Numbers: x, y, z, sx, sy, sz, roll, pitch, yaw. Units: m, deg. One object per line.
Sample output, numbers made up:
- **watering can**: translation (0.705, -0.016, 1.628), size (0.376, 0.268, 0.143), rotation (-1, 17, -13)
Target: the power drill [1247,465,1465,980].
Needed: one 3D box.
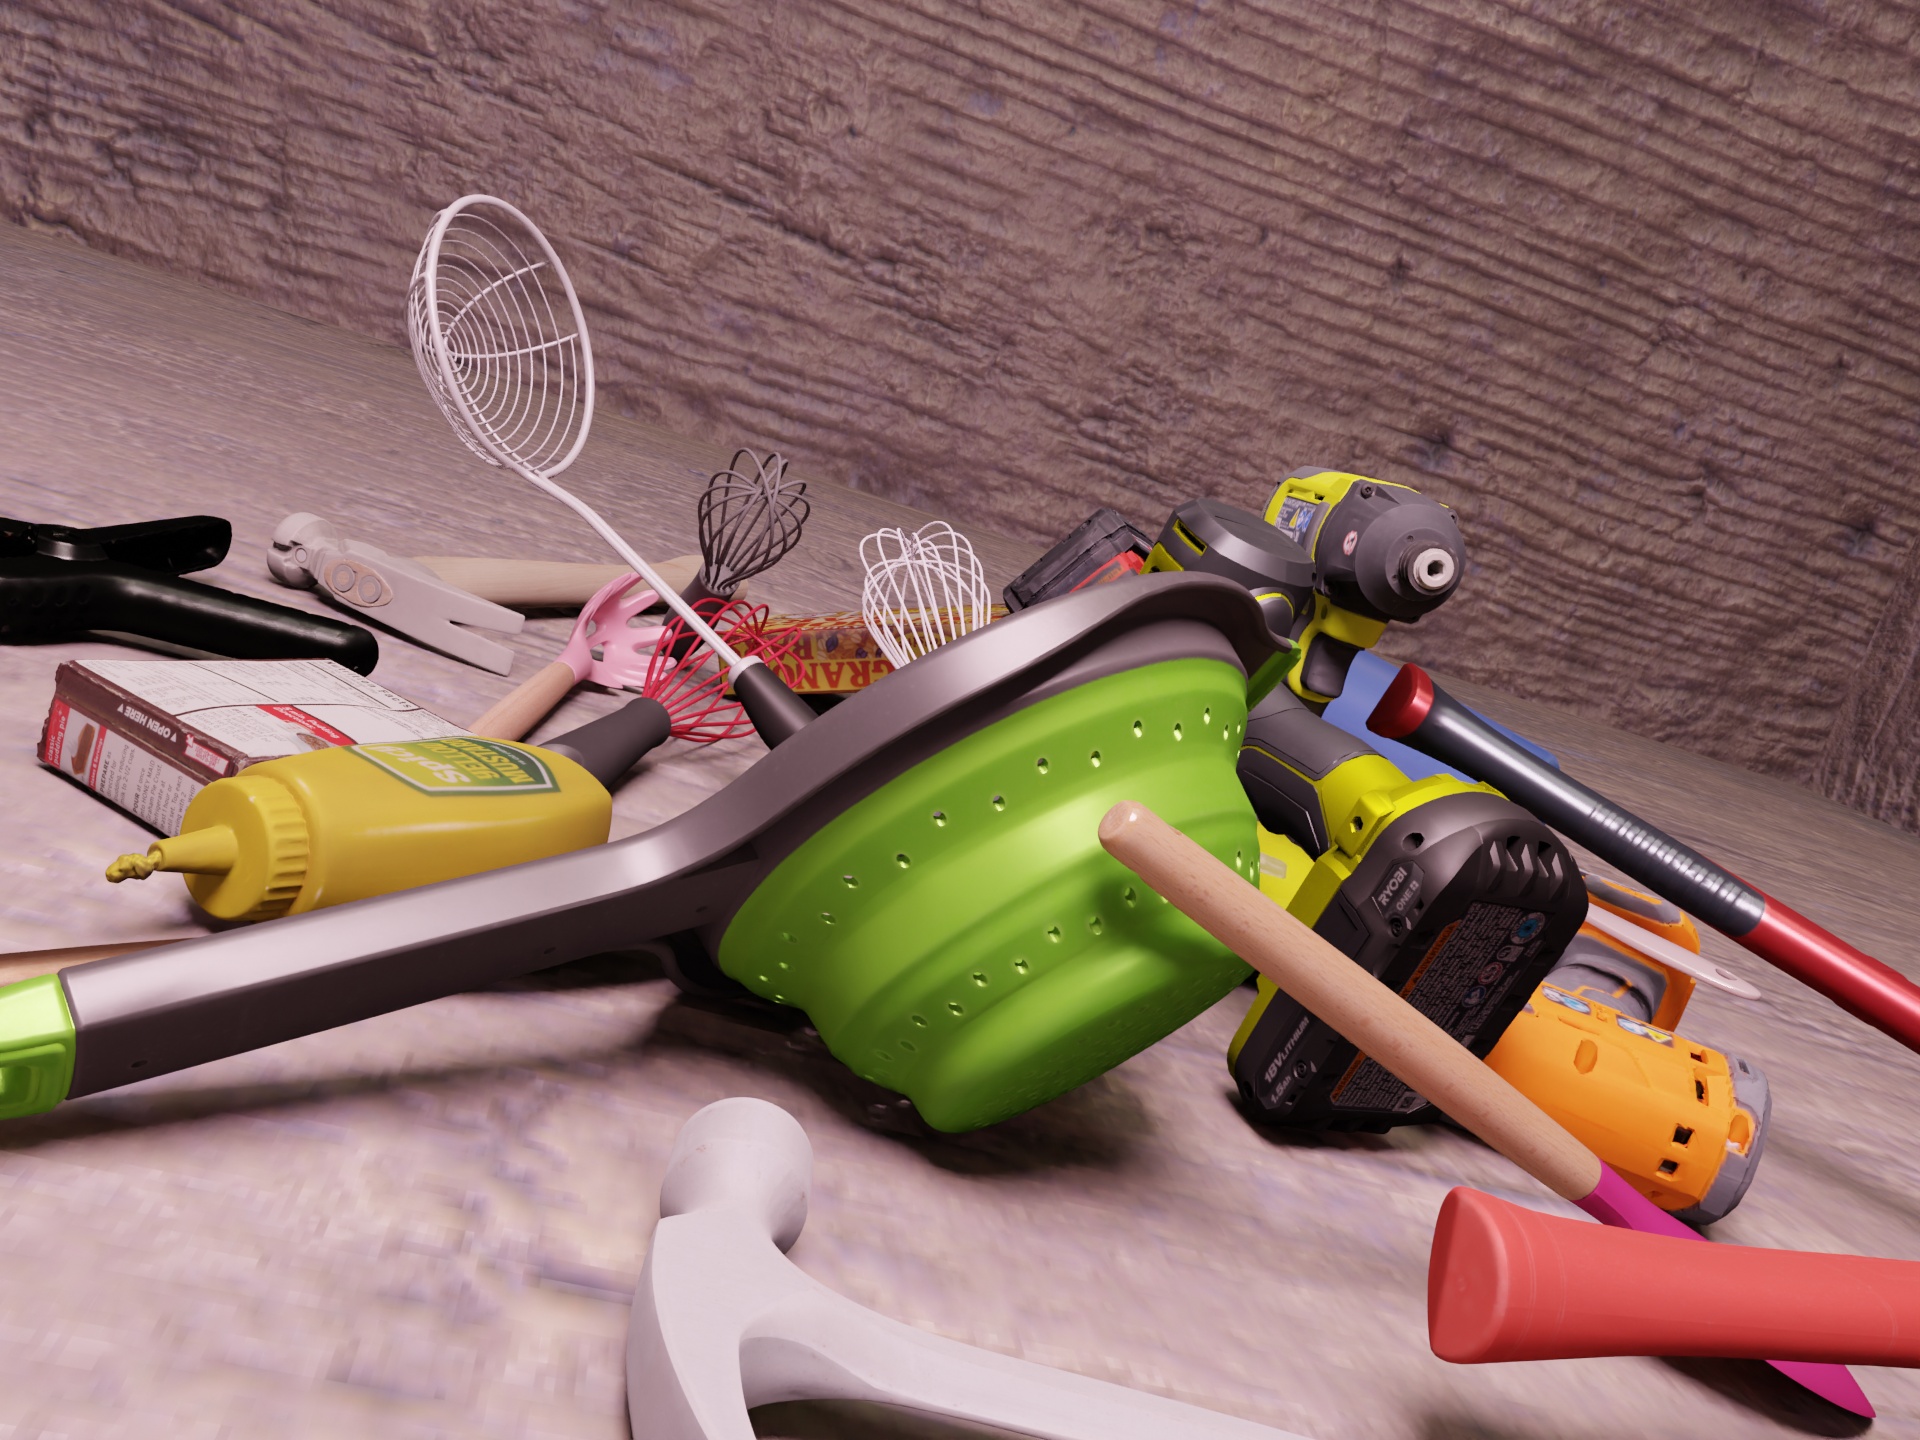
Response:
- **power drill**: translation (0.152, 0.000, 0.716), size (0.080, 0.223, 0.171), rotation (17, 11, -7)

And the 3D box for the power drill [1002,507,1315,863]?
- **power drill**: translation (0.136, -0.003, 0.912), size (0.227, 0.080, 0.187), rotation (54, 14, 13)

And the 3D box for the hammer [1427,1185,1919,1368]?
- **hammer**: translation (0.275, 0.155, 0.401), size (0.359, 0.037, 0.149), rotation (11, -1, -21)

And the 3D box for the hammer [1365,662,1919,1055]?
- **hammer**: translation (0.342, 0.090, 0.663), size (0.387, 0.038, 0.143), rotation (36, 11, 29)

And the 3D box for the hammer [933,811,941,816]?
- **hammer**: translation (-0.003, 0.007, 0.903), size (0.146, 0.035, 0.335), rotation (10, 10, -8)

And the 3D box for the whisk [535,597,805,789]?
- **whisk**: translation (-0.135, -0.004, 0.719), size (0.073, 0.073, 0.296), rotation (20, 18, 6)

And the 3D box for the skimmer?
- **skimmer**: translation (-0.118, -0.084, 0.704), size (0.363, 0.090, 0.127), rotation (45, 14, 13)

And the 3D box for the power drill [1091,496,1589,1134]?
- **power drill**: translation (0.107, 0.046, 0.609), size (0.080, 0.190, 0.229), rotation (12, 27, -32)

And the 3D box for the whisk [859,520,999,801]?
- **whisk**: translation (0.000, -0.002, 0.729), size (0.070, 0.070, 0.285), rotation (13, 36, -24)

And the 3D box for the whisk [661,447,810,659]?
- **whisk**: translation (-0.131, -0.079, 0.849), size (0.055, 0.055, 0.239), rotation (15, -22, -17)

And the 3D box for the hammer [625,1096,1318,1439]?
- **hammer**: translation (0.129, 0.173, 0.326), size (0.405, 0.035, 0.144), rotation (17, 11, -6)

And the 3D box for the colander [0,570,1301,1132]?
- **colander**: translation (-0.041, 0.068, 0.410), size (0.397, 0.204, 0.095), rotation (-12, 64, -39)

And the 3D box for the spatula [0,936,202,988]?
- **spatula**: translation (-0.178, 0.062, 0.403), size (0.060, 0.018, 0.315), rotation (-7, -5, 38)

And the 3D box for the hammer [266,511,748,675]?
- **hammer**: translation (-0.226, -0.080, 0.983), size (0.146, 0.038, 0.410), rotation (23, 12, 15)

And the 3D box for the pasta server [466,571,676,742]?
- **pasta server**: translation (-0.185, -0.017, 0.736), size (0.040, 0.060, 0.316), rotation (-16, 13, 5)

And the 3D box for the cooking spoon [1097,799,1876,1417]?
- **cooking spoon**: translation (0.155, 0.113, 0.438), size (0.318, 0.017, 0.069), rotation (37, 7, -21)

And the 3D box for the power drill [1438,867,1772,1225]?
- **power drill**: translation (0.239, 0.116, 0.676), size (0.164, 0.084, 0.226), rotation (21, 15, 15)

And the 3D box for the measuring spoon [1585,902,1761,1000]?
- **measuring spoon**: translation (0.275, 0.079, 0.662), size (0.034, 0.018, 0.124), rotation (-4, 27, -45)
